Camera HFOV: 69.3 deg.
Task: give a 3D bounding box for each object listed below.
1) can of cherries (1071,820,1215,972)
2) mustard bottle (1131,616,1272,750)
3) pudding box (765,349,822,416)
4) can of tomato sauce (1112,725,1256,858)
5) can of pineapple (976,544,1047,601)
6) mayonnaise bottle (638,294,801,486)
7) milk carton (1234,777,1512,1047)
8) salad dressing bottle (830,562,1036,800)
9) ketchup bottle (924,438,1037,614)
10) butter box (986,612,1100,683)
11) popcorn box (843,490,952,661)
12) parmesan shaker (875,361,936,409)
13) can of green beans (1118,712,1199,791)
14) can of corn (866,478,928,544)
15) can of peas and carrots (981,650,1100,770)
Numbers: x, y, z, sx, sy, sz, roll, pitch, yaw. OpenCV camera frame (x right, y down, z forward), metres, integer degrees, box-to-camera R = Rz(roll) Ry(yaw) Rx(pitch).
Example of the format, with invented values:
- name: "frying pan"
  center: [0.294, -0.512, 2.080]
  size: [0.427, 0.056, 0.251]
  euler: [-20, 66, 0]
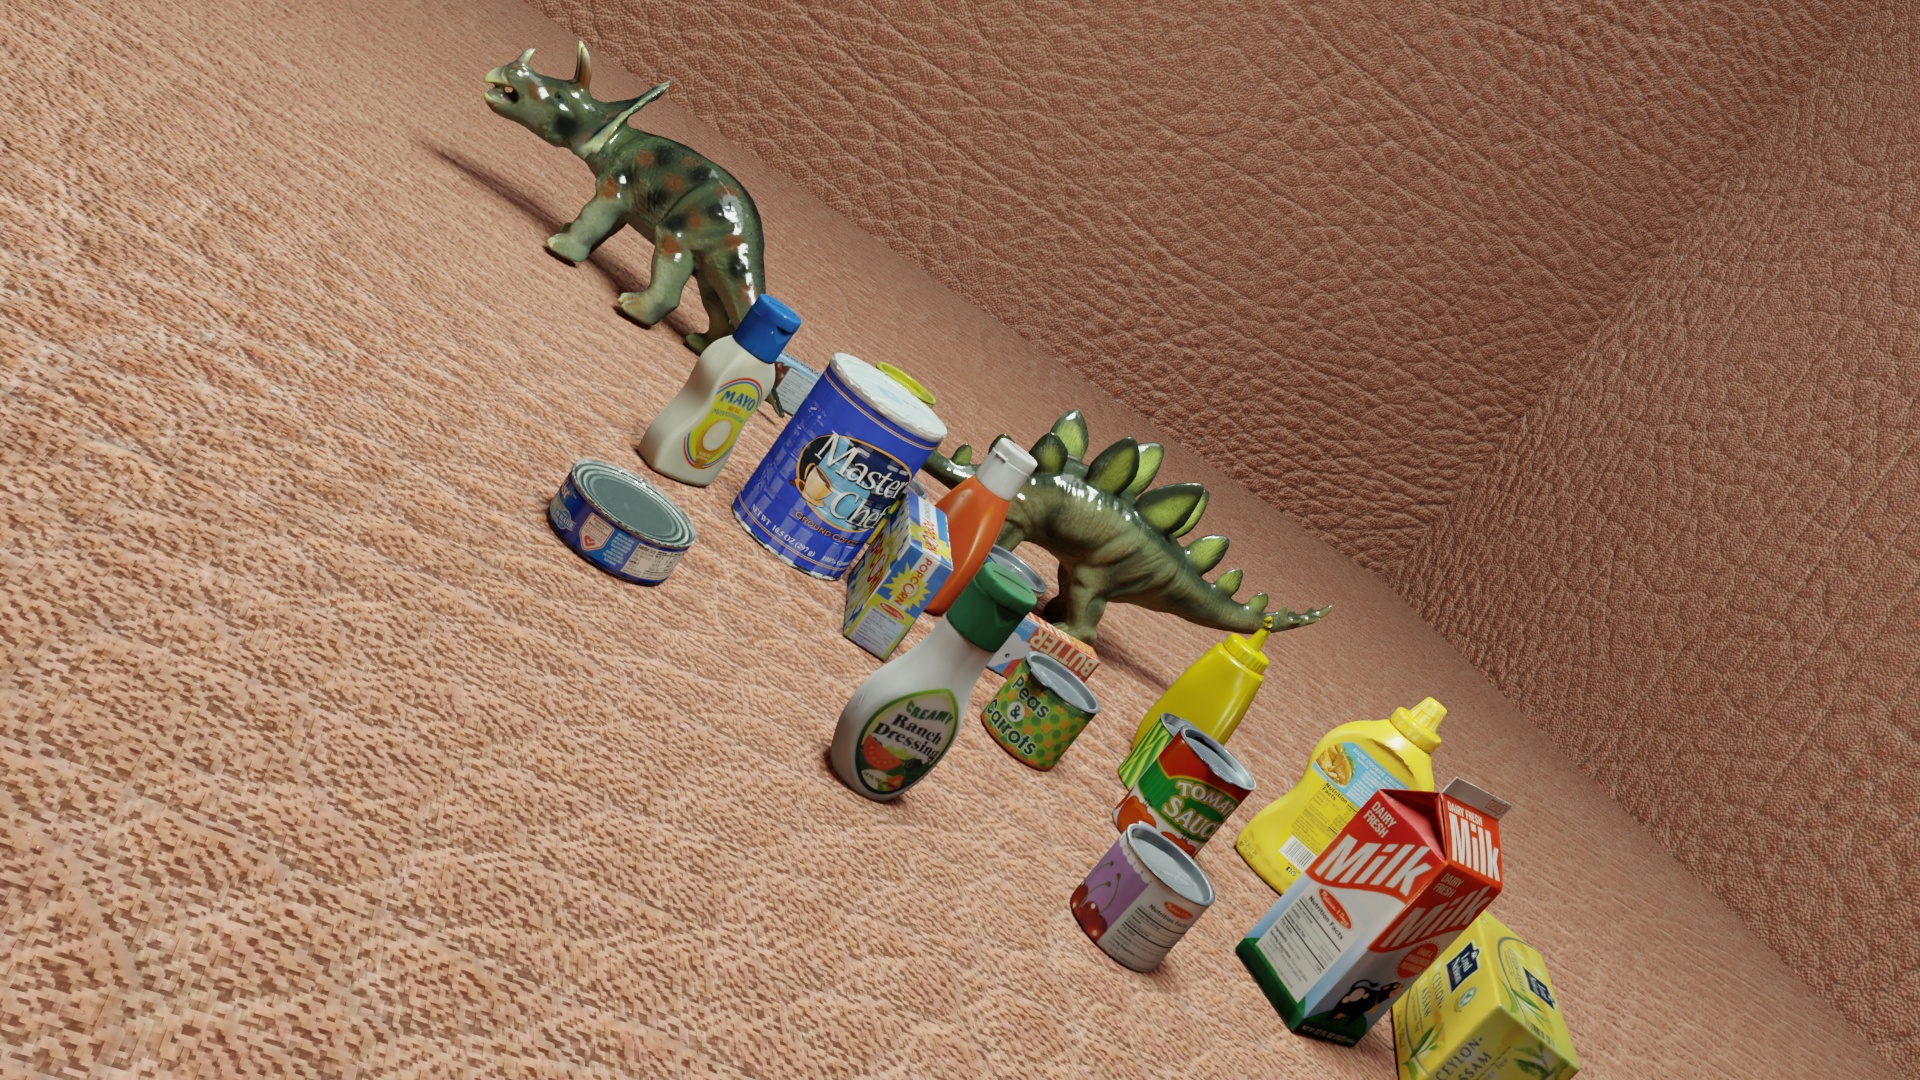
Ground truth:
- name: "can of cherries"
  center: [0.108, 0.213, 0.834]
  size: [0.071, 0.058, 0.072]
  euler: [34, 14, -10]
- name: "mustard bottle"
  center: [0.209, 0.127, 1.141]
  size: [0.065, 0.160, 0.049]
  euler: [43, 15, 23]
- name: "pudding box"
  center: [-0.177, -0.159, 1.362]
  size: [0.083, 0.049, 0.030]
  euler: [30, 15, -26]
- name: "can of tomato sauce"
  center: [0.159, 0.186, 0.991]
  size: [0.071, 0.083, 0.071]
  euler: [34, 14, -10]
- name: "can of pineapple"
  center: [0.030, 0.043, 1.190]
  size: [0.071, 0.057, 0.071]
  euler: [34, 14, -10]
- name: "mayonnaise bottle"
  center: [-0.171, -0.110, 1.014]
  size: [0.065, 0.147, 0.041]
  euler: [20, 22, -51]
- name: "milk carton"
  center: [0.277, 0.232, 0.903]
  size: [0.072, 0.190, 0.074]
  euler: [27, 17, -36]
- name: "salad dressing bottle"
  center: [-0.015, 0.079, 0.784]
  size: [0.064, 0.147, 0.044]
  euler: [30, 15, -27]
- name: "ketchup bottle"
  center: [0.004, -0.014, 1.126]
  size: [0.065, 0.148, 0.043]
  euler: [44, 15, 27]
- name: "butter box"
  center: [0.057, 0.090, 1.116]
  size: [0.103, 0.053, 0.024]
  euler: [30, 15, -25]
- name: "popcorn box"
  center: [-0.046, 0.023, 1.018]
  size: [0.038, 0.085, 0.127]
  euler: [34, 14, -13]
- name: "parmesan shaker"
  center: [-0.082, -0.111, 1.326]
  size: [0.071, 0.103, 0.071]
  euler: [35, 14, -10]
- name: "can of green beans"
  center: [0.166, 0.178, 1.085]
  size: [0.071, 0.057, 0.071]
  euler: [34, 14, -10]
- name: "can of corn"
  center: [-0.071, -0.033, 1.194]
  size: [0.071, 0.058, 0.071]
  euler: [34, 14, -10]
- name: "can of peas and carrots"
  center: [0.056, 0.122, 0.997]
  size: [0.071, 0.058, 0.071]
  euler: [34, 14, -10]
